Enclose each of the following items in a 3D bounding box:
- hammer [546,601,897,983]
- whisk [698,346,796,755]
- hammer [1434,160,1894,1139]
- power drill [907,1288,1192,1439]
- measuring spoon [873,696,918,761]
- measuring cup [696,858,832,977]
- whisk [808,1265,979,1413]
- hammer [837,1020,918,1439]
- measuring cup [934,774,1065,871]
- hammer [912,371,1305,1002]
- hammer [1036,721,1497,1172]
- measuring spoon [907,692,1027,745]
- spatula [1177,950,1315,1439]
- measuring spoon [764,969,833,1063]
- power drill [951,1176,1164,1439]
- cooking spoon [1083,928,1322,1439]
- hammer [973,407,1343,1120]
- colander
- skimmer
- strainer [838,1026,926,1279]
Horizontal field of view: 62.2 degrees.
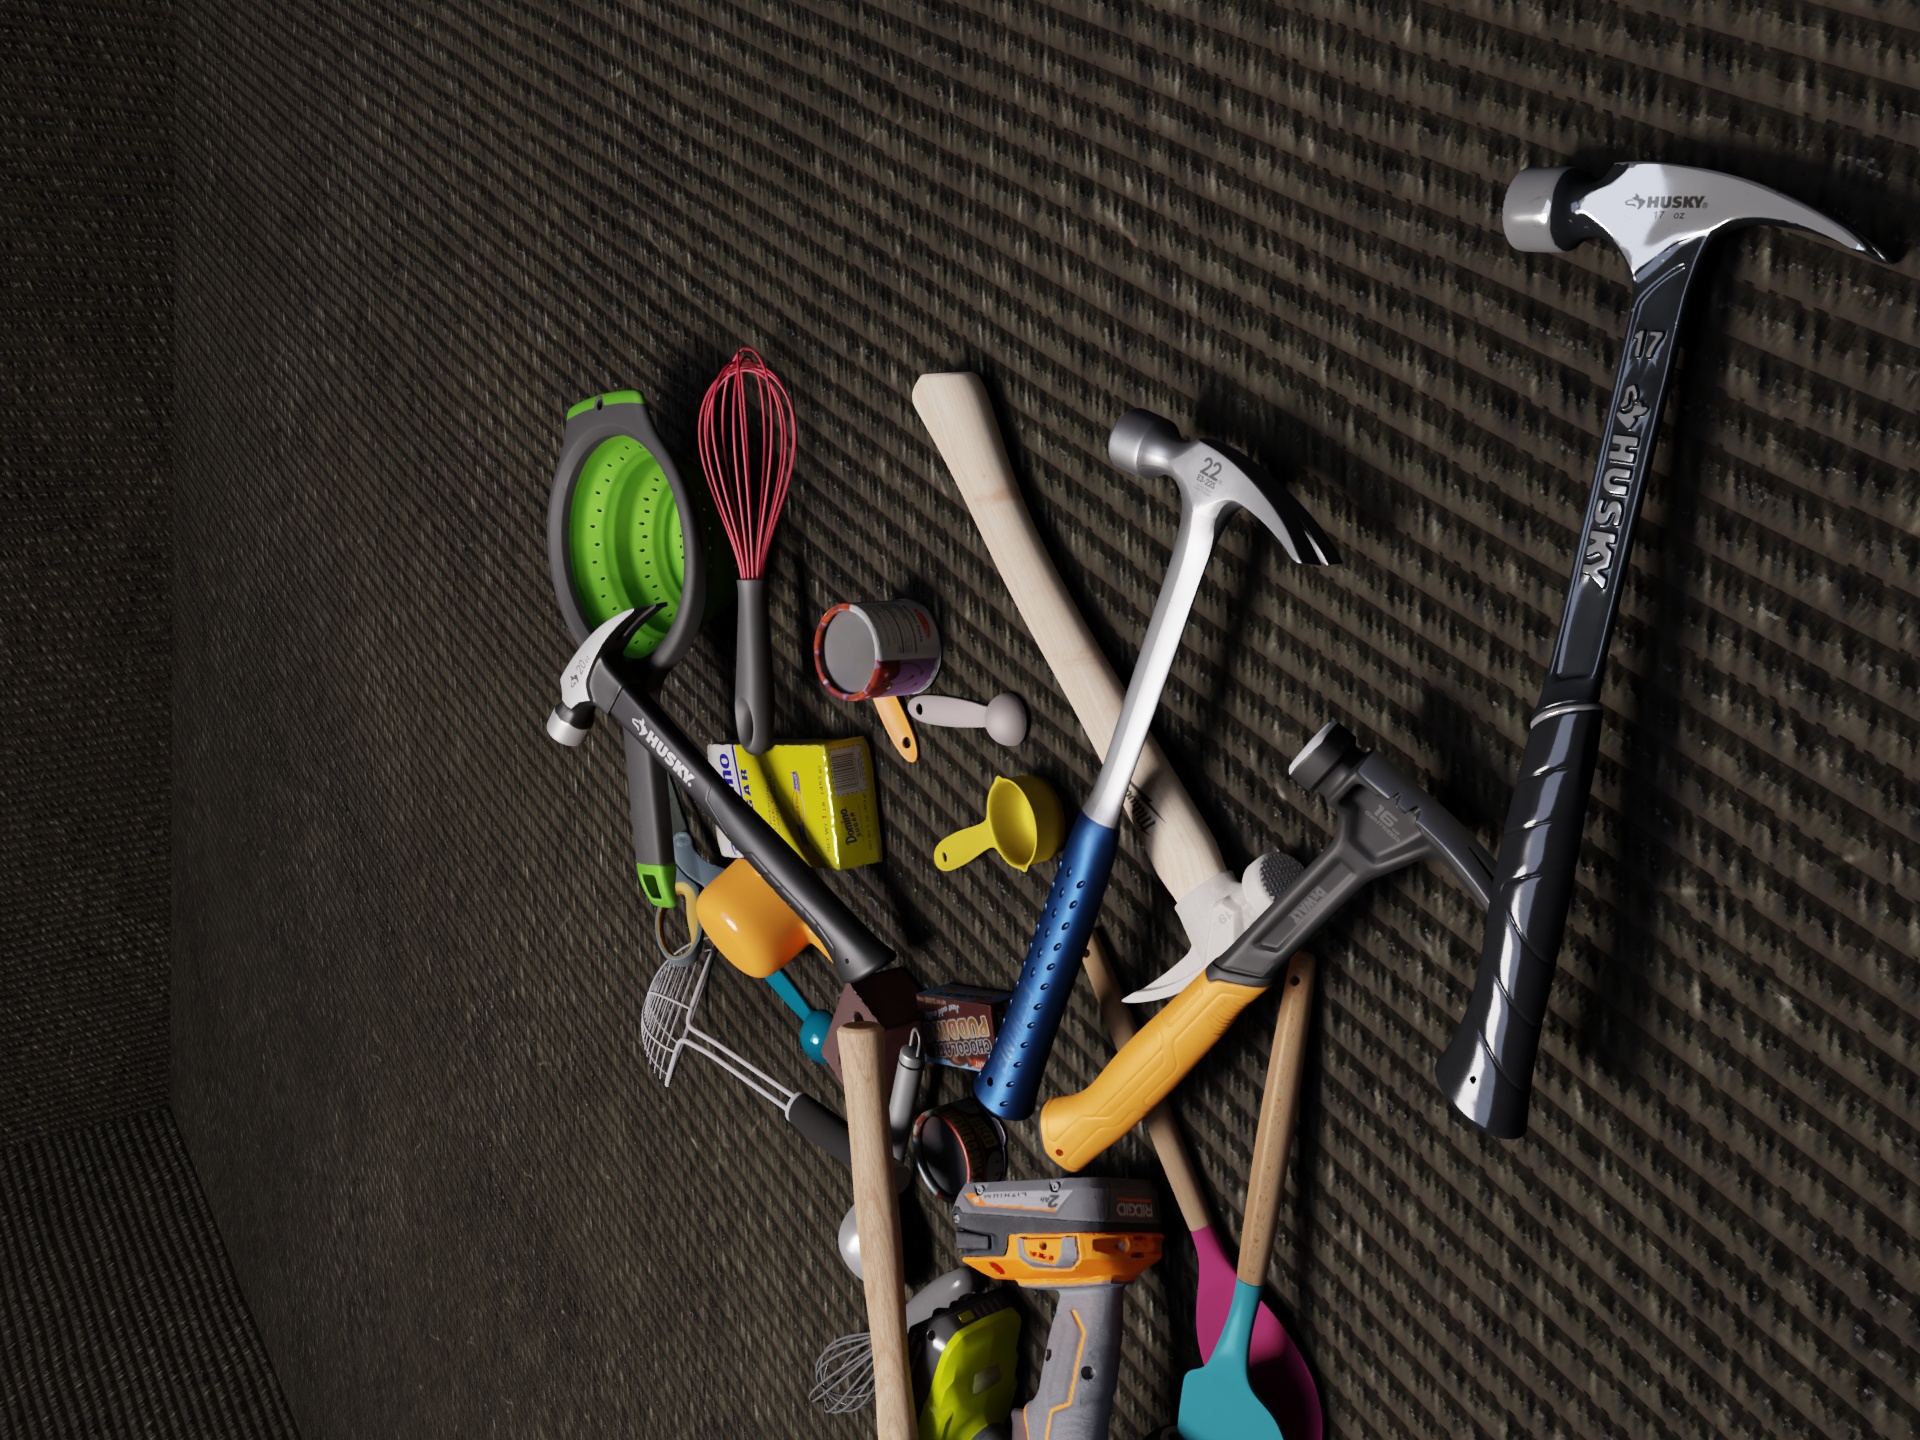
[{"bbox_3d":[-0.166,0.059,1.142,0.335,0.035,0.146,45,122,17],"label":"hammer"},{"bbox_3d":[-0.152,-0.122,1.159,0.073,0.073,0.296,4,97,51],"label":"whisk"},{"bbox_3d":[0.262,-0.020,0.661,0.149,0.036,0.409,20,106,46],"label":"hammer"},{"bbox_3d":[0.058,0.479,1.026,0.229,0.080,0.190,32,118,41],"label":"power drill"},{"bbox_3d":[-0.053,-0.023,1.117,0.021,0.011,0.117,-35,73,37],"label":"measuring spoon"},{"bbox_3d":[-0.134,0.177,1.205,0.174,0.052,0.095,36,152,31],"label":"measuring cup"},{"bbox_3d":[-0.049,0.461,1.185,0.239,0.055,0.055,-51,58,38],"label":"whisk"},{"bbox_3d":[-0.049,0.366,1.049,0.130,0.031,0.331,-5,89,46],"label":"hammer"},{"bbox_3d":[0.023,0.074,1.034,0.156,0.029,0.062,-34,71,62],"label":"measuring cup"},{"bbox_3d":[0.062,-0.035,0.946,0.146,0.038,0.411,-49,59,46],"label":"hammer"},{"bbox_3d":[0.141,0.150,0.833,0.127,0.034,0.336,43,129,10],"label":"hammer"},{"bbox_3d":[-0.002,-0.003,1.046,0.124,0.018,0.034,7,103,52],"label":"measuring spoon"},{"bbox_3d":[0.168,0.279,0.874,0.082,0.044,0.317,14,101,40],"label":"spatula"},{"bbox_3d":[-0.138,0.225,1.262,0.129,0.021,0.042,41,127,38],"label":"measuring spoon"},{"bbox_3d":[0.049,0.393,0.947,0.164,0.084,0.227,-17,65,39],"label":"power drill"},{"bbox_3d":[0.132,0.272,0.933,0.068,0.017,0.319,-34,71,38],"label":"cooking spoon"},{"bbox_3d":[0.083,0.047,0.866,0.144,0.035,0.405,36,118,41],"label":"hammer"},{"bbox_3d":[-0.225,-0.056,1.249,0.204,0.094,0.397,1,97,46],"label":"colander"},{"bbox_3d":[-0.140,0.273,1.226,0.364,0.090,0.127,20,92,46],"label":"skimmer"},{"bbox_3d":[-0.054,0.326,1.152,0.087,0.050,0.258,-123,39,-56],"label":"strainer"}]
